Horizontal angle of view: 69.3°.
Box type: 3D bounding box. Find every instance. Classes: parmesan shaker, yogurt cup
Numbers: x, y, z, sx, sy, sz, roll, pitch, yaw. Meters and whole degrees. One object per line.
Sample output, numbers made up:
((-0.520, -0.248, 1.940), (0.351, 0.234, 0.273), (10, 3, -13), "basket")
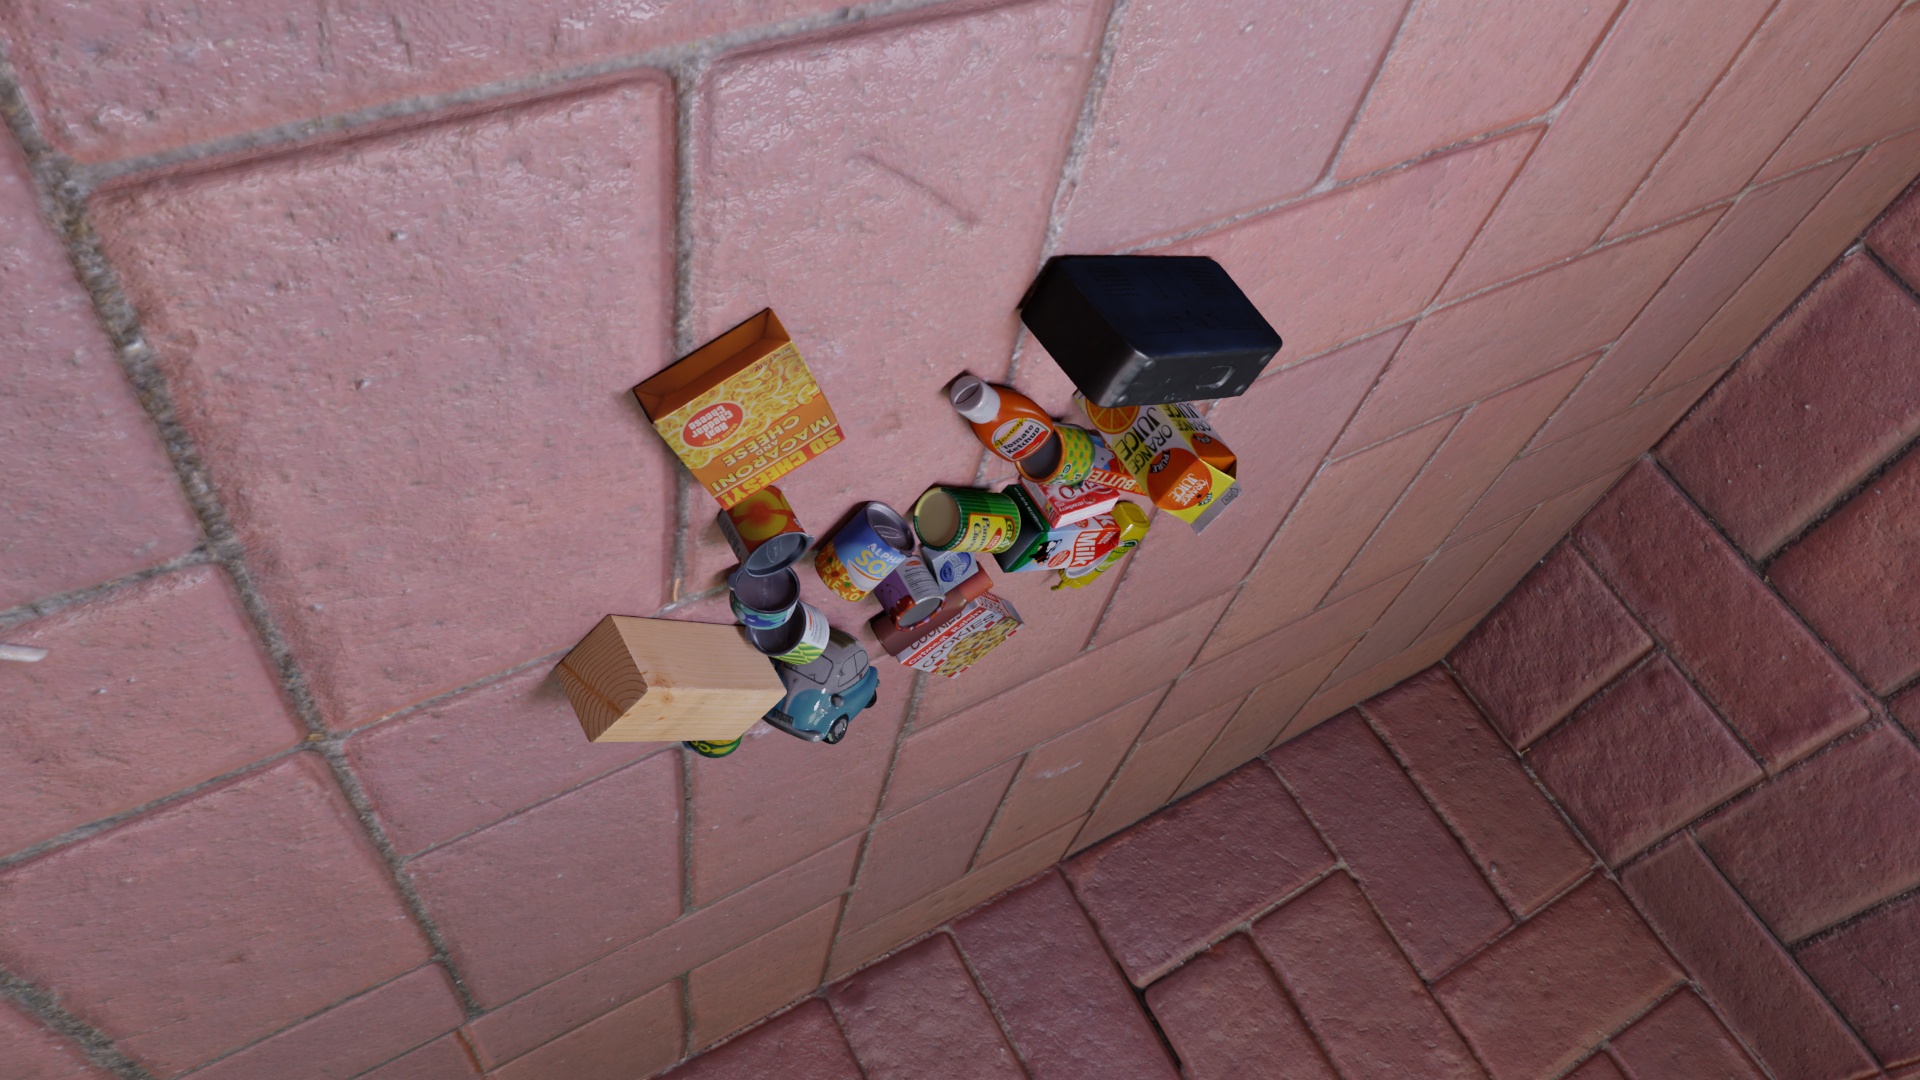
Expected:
((0.005, -0.018, 1.463), (0.071, 0.071, 0.103), (-46, 153, 27), "parmesan shaker")
((0.144, 0.005, 1.696), (0.072, 0.054, 0.072), (-27, 156, -13), "yogurt cup")

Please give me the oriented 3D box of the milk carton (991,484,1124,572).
((0.114, -0.016, 1.596), (0.191, 0.072, 0.073), (-4, 143, -48), "milk carton")

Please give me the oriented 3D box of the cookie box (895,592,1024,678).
((-0.004, 0.115, 1.746), (0.123, 0.040, 0.167), (-38, 157, 11), "cookie box")

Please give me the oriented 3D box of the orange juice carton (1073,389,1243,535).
((0.206, -0.099, 1.398), (0.073, 0.193, 0.071), (-5, 143, -48), "orange juice carton")

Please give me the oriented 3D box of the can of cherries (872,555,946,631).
((-0.059, 0.061, 1.548), (0.071, 0.058, 0.071), (-28, 156, -14), "can of cherries")

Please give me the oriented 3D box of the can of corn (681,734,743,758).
((-0.272, 0.200, 1.542), (0.071, 0.071, 0.058), (-16, 151, -33), "can of corn")

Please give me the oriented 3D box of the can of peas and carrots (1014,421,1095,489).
((0.097, -0.088, 1.437), (0.059, 0.071, 0.070), (2, 139, -52), "can of peas and carrots")

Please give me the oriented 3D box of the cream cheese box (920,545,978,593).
((-0.011, 0.021, 1.569), (0.053, 0.024, 0.103), (-34, 157, -8), "cream cheese box")

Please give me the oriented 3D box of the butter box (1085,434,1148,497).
((0.166, -0.083, 1.511), (0.103, 0.053, 0.024), (13, 138, -27), "butter box")

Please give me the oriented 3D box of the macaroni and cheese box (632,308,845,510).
((-0.172, -0.101, 1.116), (0.124, 0.040, 0.166), (-31, 156, -3), "macaroni and cheese box")

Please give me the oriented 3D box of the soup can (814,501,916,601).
((-0.095, 0.014, 1.396), (0.083, 0.071, 0.071), (-44, 154, 24), "soup can")

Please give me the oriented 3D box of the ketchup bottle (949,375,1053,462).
((0.036, -0.120, 1.334), (0.064, 0.043, 0.148), (-38, 155, 13), "ketchup bottle")

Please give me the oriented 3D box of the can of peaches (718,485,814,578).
((-0.177, -0.009, 1.265), (0.071, 0.058, 0.071), (-27, 155, -14), "can of peaches")

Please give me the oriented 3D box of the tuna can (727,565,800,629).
((-0.194, 0.051, 1.354), (0.071, 0.071, 0.032), (-19, 154, -28), "tuna can")

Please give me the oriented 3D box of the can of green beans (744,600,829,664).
((-0.179, 0.093, 1.452), (0.071, 0.071, 0.057), (-36, 157, 8), "can of green beans")

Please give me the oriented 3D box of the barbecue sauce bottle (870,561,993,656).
((-0.032, 0.079, 1.637), (0.148, 0.044, 0.064), (-33, 157, -2), "barbecue sauce bottle")

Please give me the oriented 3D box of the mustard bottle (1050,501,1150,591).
((0.170, 0.017, 1.759), (0.065, 0.049, 0.159), (1, 139, -50), "mustard bottle")
